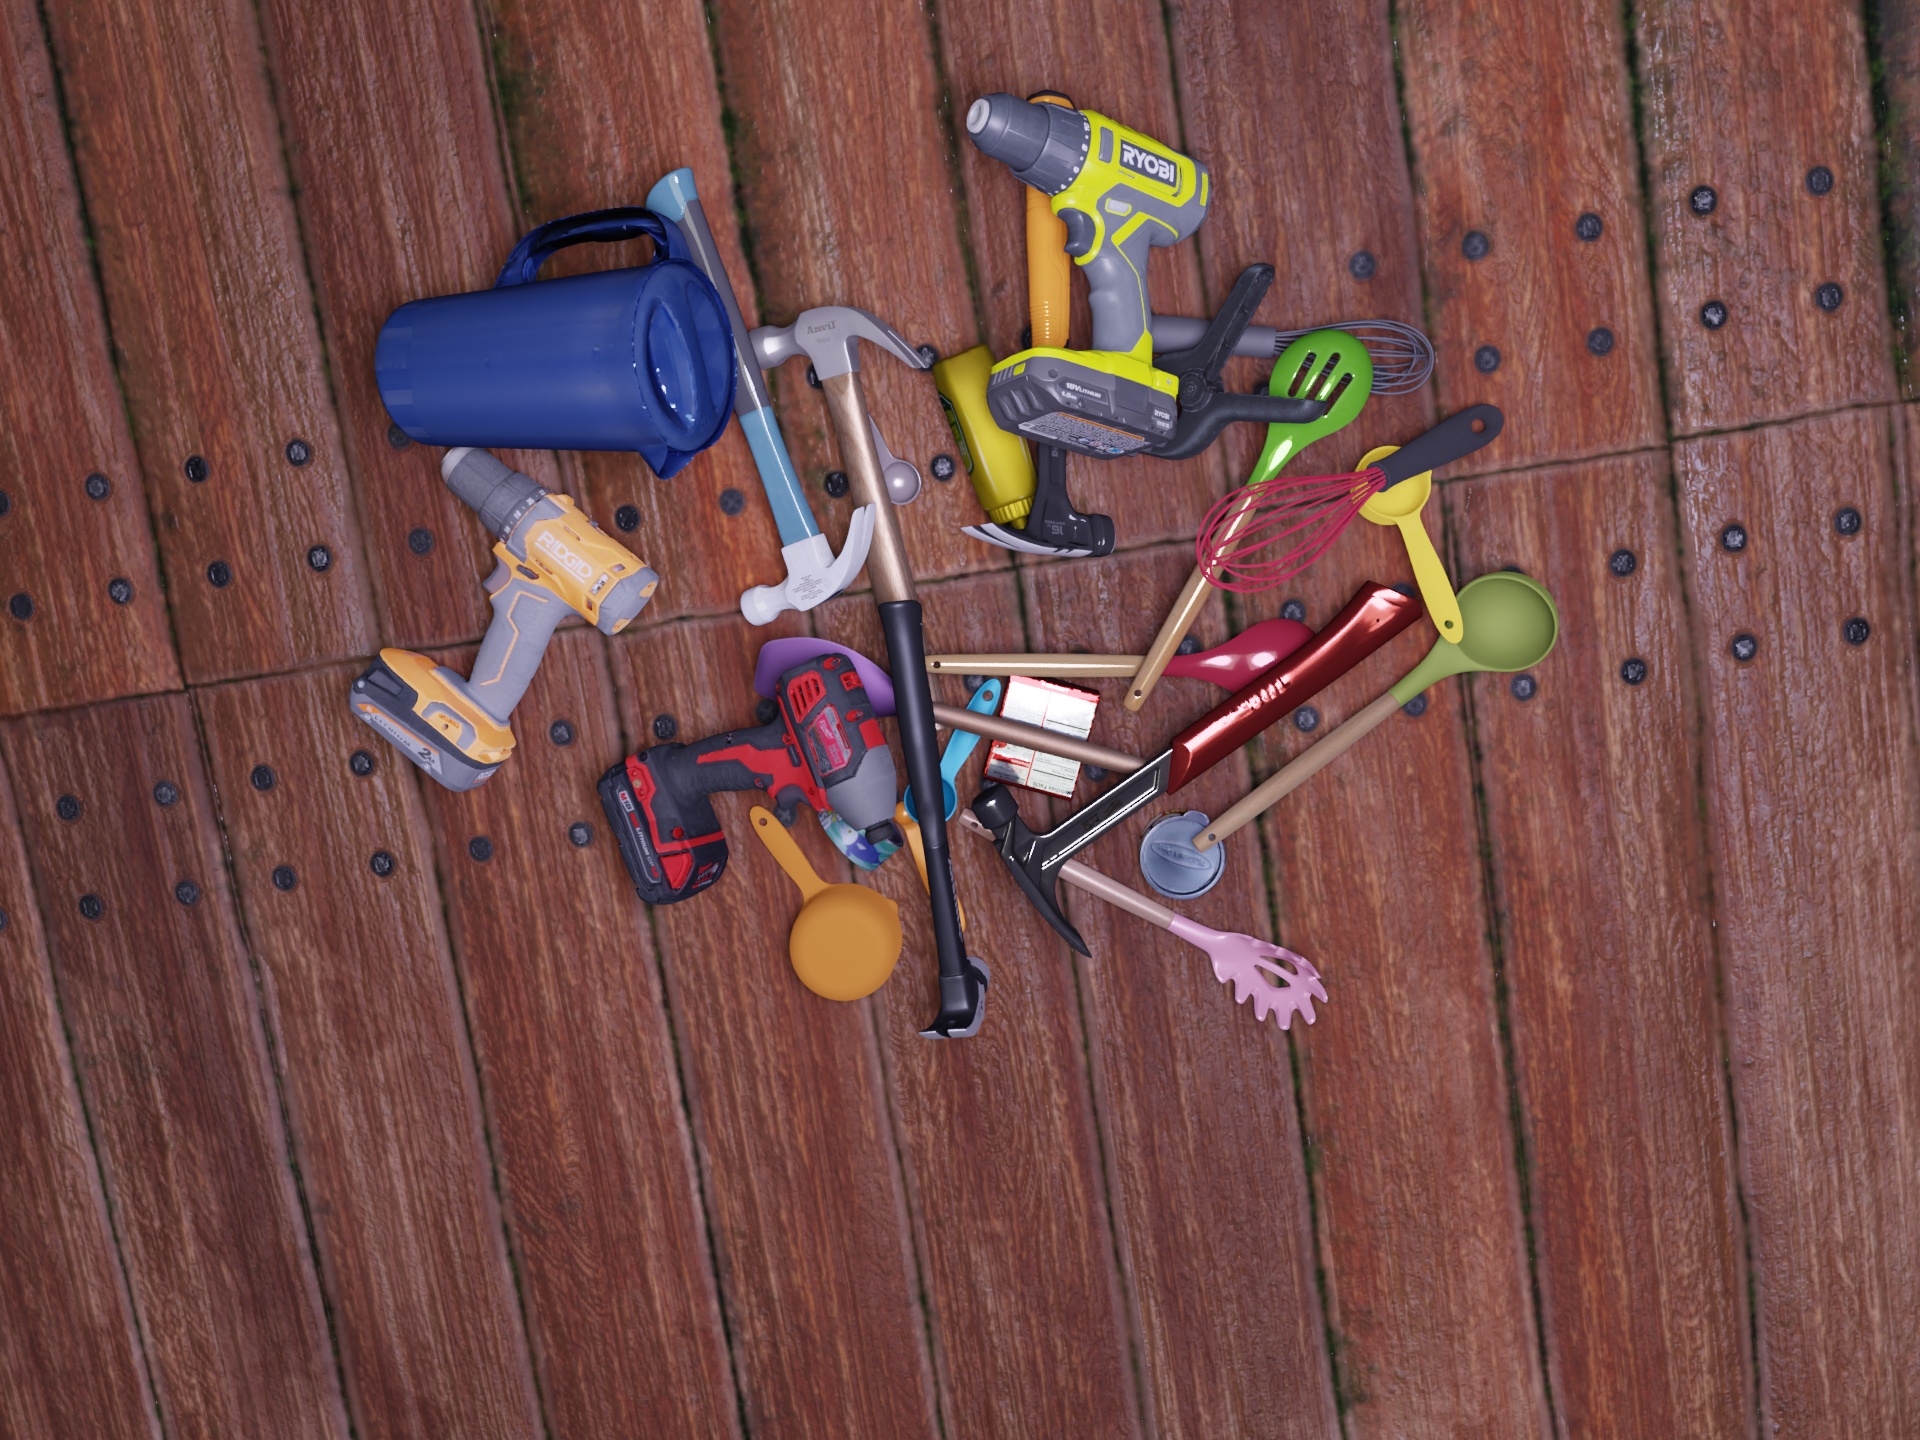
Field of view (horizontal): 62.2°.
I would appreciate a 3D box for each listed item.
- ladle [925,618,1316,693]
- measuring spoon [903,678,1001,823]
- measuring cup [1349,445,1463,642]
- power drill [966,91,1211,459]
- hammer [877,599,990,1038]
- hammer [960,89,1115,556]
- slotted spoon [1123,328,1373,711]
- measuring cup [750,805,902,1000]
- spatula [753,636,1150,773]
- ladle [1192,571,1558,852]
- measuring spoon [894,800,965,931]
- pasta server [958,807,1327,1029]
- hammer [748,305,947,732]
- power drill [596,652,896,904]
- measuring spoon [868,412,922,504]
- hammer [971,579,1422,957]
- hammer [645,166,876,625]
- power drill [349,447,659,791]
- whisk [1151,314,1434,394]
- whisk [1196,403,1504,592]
[{"bbox_3d":[0.124,-0.043,1.206,0.315,0.031,0.069,0,99,-3],"label":"ladle"},{"bbox_3d":[-0.003,0.023,1.249,0.042,0.021,0.128,29,89,-9],"label":"measuring spoon"},{"bbox_3d":[0.336,-0.128,1.183,0.062,0.029,0.156,-19,82,-6],"label":"measuring cup"},{"bbox_3d":[0.082,-0.312,1.104,0.190,0.080,0.228,10,80,-33],"label":"power drill"},{"bbox_3d":[-0.022,0.075,1.173,0.035,0.146,0.334,-6,102,9],"label":"hammer"},{"bbox_3d":[0.059,-0.289,1.155,0.127,0.034,0.337,1,89,-40],"label":"hammer"},{"bbox_3d":[0.202,-0.143,1.161,0.070,0.031,0.313,31,101,8],"label":"slotted spoon"},{"bbox_3d":[-0.115,0.143,1.249,0.095,0.052,0.173,-35,97,7],"label":"measuring cup"},{"bbox_3d":[-0.002,-0.004,1.207,0.316,0.018,0.059,16,111,0],"label":"spatula"},{"bbox_3d":[0.306,0.001,1.192,0.320,0.062,0.078,-37,92,2],"label":"ladle"},{"bbox_3d":[-0.024,0.118,1.262,0.021,0.011,0.117,-24,96,6],"label":"measuring spoon"},{"bbox_3d":[0.140,0.147,1.245,0.316,0.040,0.060,27,109,0],"label":"pasta server"},{"bbox_3d":[-0.061,-0.149,1.207,0.130,0.031,0.331,-10,101,24],"label":"hammer"},{"bbox_3d":[-0.151,0.053,1.192,0.219,0.078,0.143,-25,86,21],"label":"power drill"},{"bbox_3d":[-0.068,-0.220,1.219,0.034,0.018,0.124,-34,88,25],"label":"measuring spoon"},{"bbox_3d":[0.192,0.021,1.183,0.359,0.037,0.149,-35,104,1],"label":"hammer"},{"bbox_3d":[-0.159,-0.242,1.183,0.128,0.033,0.331,-16,99,28],"label":"hammer"},{"bbox_3d":[-0.369,-0.083,1.221,0.185,0.084,0.226,40,94,0],"label":"power drill"},{"bbox_3d":[0.230,-0.277,1.180,0.239,0.055,0.055,7,98,6],"label":"whisk"},{"bbox_3d":[0.283,-0.167,1.132,0.296,0.073,0.073,-27,97,-24],"label":"whisk"}]
